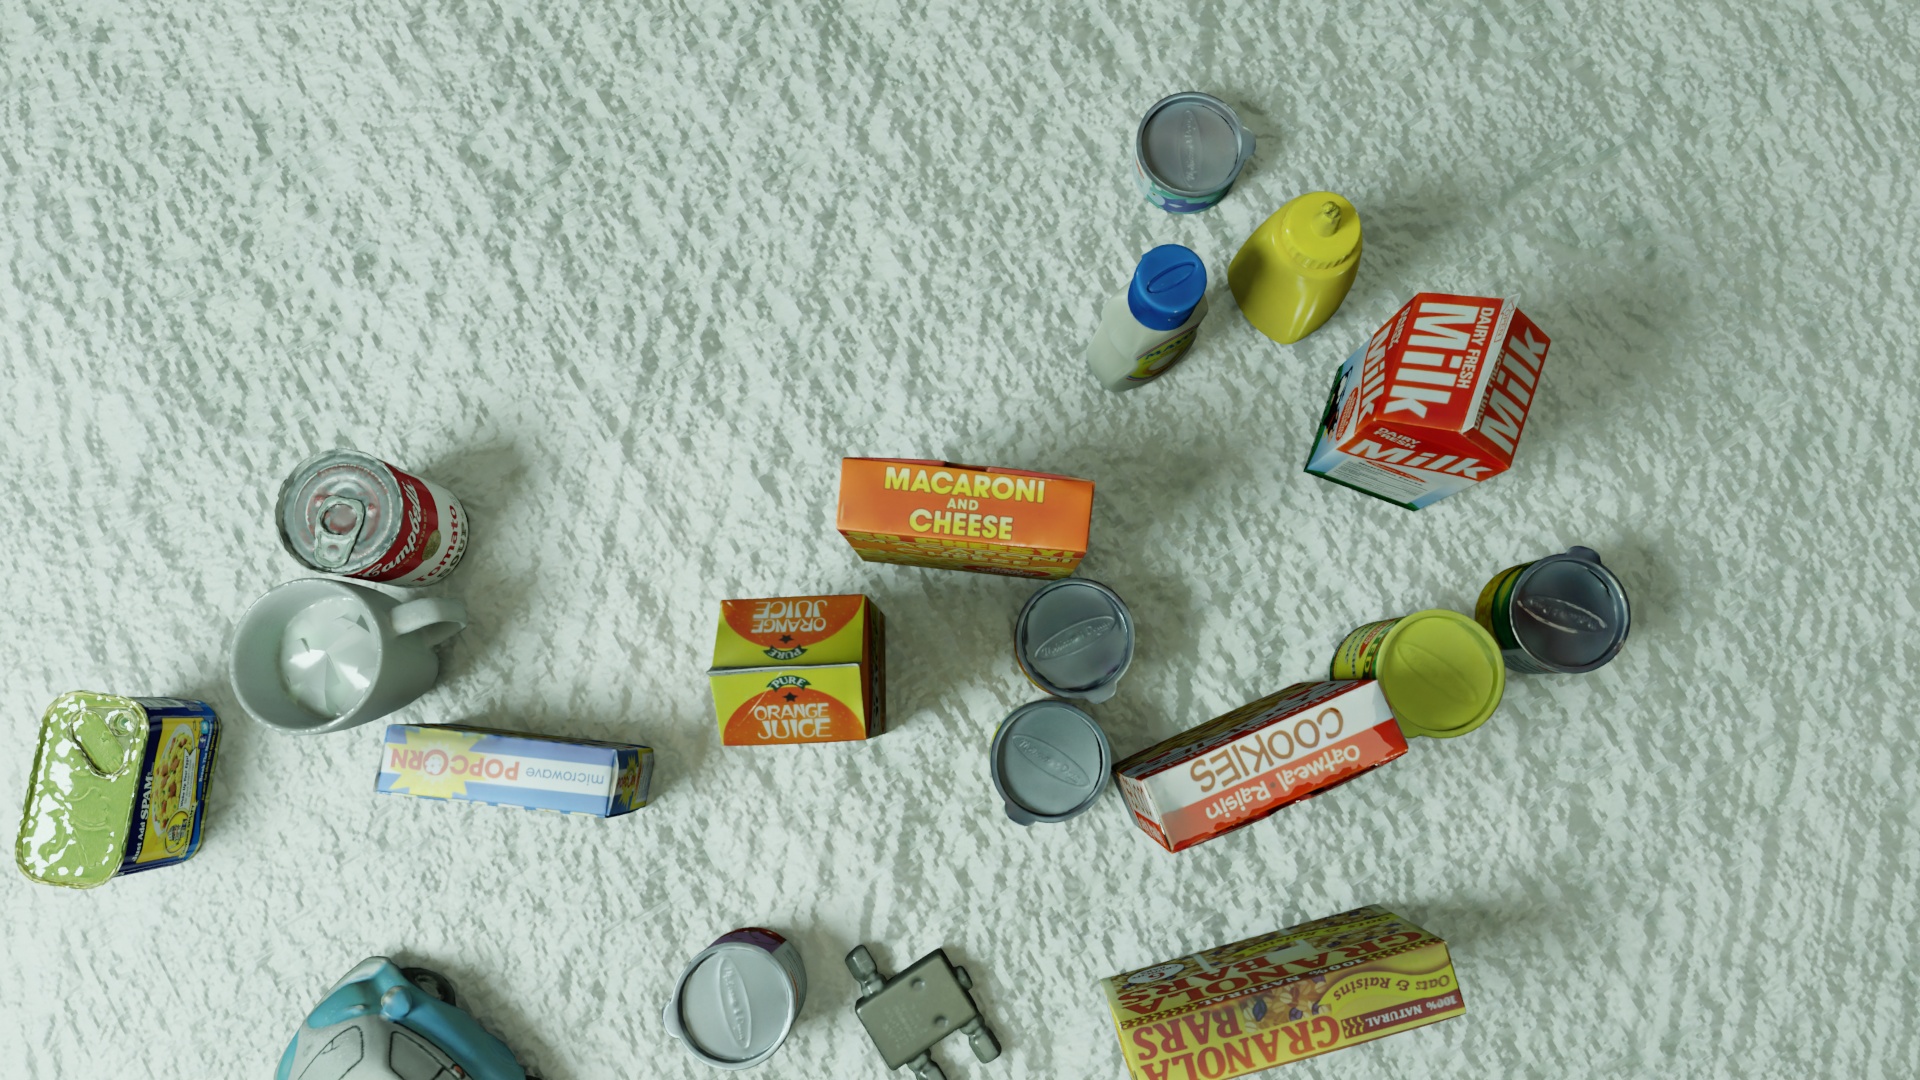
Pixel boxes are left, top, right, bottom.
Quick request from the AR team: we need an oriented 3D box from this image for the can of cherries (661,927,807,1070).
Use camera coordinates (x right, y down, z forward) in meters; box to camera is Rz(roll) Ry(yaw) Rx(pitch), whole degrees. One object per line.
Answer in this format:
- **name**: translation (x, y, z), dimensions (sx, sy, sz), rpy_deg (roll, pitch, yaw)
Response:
- **can of cherries**: translation (-0.123, 0.250, 0.763), dimensions (0.071, 0.058, 0.071), rpy_deg (0, 83, 0)

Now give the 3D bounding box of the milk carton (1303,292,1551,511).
- **milk carton**: translation (0.248, -0.072, 0.736), dimensions (0.073, 0.190, 0.072), rpy_deg (20, 84, 3)

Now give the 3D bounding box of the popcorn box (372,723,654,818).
- **popcorn box**: translation (-0.242, 0.126, 0.767), dimensions (0.127, 0.085, 0.038), rpy_deg (6, 83, 1)

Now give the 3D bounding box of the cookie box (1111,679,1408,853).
- **cookie box**: translation (0.148, 0.115, 0.724), dimensions (0.123, 0.167, 0.040), rpy_deg (-23, 84, -2)

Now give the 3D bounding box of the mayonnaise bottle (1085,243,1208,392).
- **mayonnaise bottle**: translation (0.106, -0.122, 0.764), dimensions (0.065, 0.148, 0.041), rpy_deg (-29, 84, -3)

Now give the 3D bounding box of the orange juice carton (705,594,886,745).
- **orange juice carton**: translation (-0.079, 0.068, 0.719), dimensions (0.072, 0.192, 0.073), rpy_deg (-2, 83, 0)

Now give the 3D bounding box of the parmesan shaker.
- **parmesan shaker**: translation (0.244, 0.076, 0.761), dimensions (0.071, 0.103, 0.071), rpy_deg (0, 83, 1)

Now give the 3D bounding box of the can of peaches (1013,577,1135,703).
- **can of peaches**: translation (0.064, 0.059, 0.787), dimensions (0.071, 0.058, 0.071), rpy_deg (0, 83, 0)

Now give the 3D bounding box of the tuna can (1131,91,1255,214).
- **tuna can**: translation (0.139, -0.233, 0.836), dimensions (0.071, 0.033, 0.071), rpy_deg (0, 83, 0)

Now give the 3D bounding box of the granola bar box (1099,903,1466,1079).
- **granola bar box**: translation (0.162, 0.240, 0.730), dimensions (0.166, 0.124, 0.039), rpy_deg (-15, 83, -1)

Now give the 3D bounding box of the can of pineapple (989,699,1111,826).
- **can of pineapple**: translation (0.047, 0.124, 0.779), dimensions (0.071, 0.058, 0.071), rpy_deg (0, 83, 0)

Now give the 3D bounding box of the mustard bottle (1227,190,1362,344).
- **mustard bottle**: translation (0.189, -0.155, 0.762), dimensions (0.049, 0.160, 0.065), rpy_deg (-39, 84, -4)

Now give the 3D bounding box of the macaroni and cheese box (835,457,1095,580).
- **macaroni and cheese box**: translation (0.003, -0.009, 0.741), dimensions (0.124, 0.166, 0.040), rpy_deg (5, 83, 1)

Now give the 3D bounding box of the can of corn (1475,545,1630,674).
- **can of corn**: translation (0.334, 0.041, 0.787), dimensions (0.071, 0.058, 0.071), rpy_deg (0, 83, 0)
